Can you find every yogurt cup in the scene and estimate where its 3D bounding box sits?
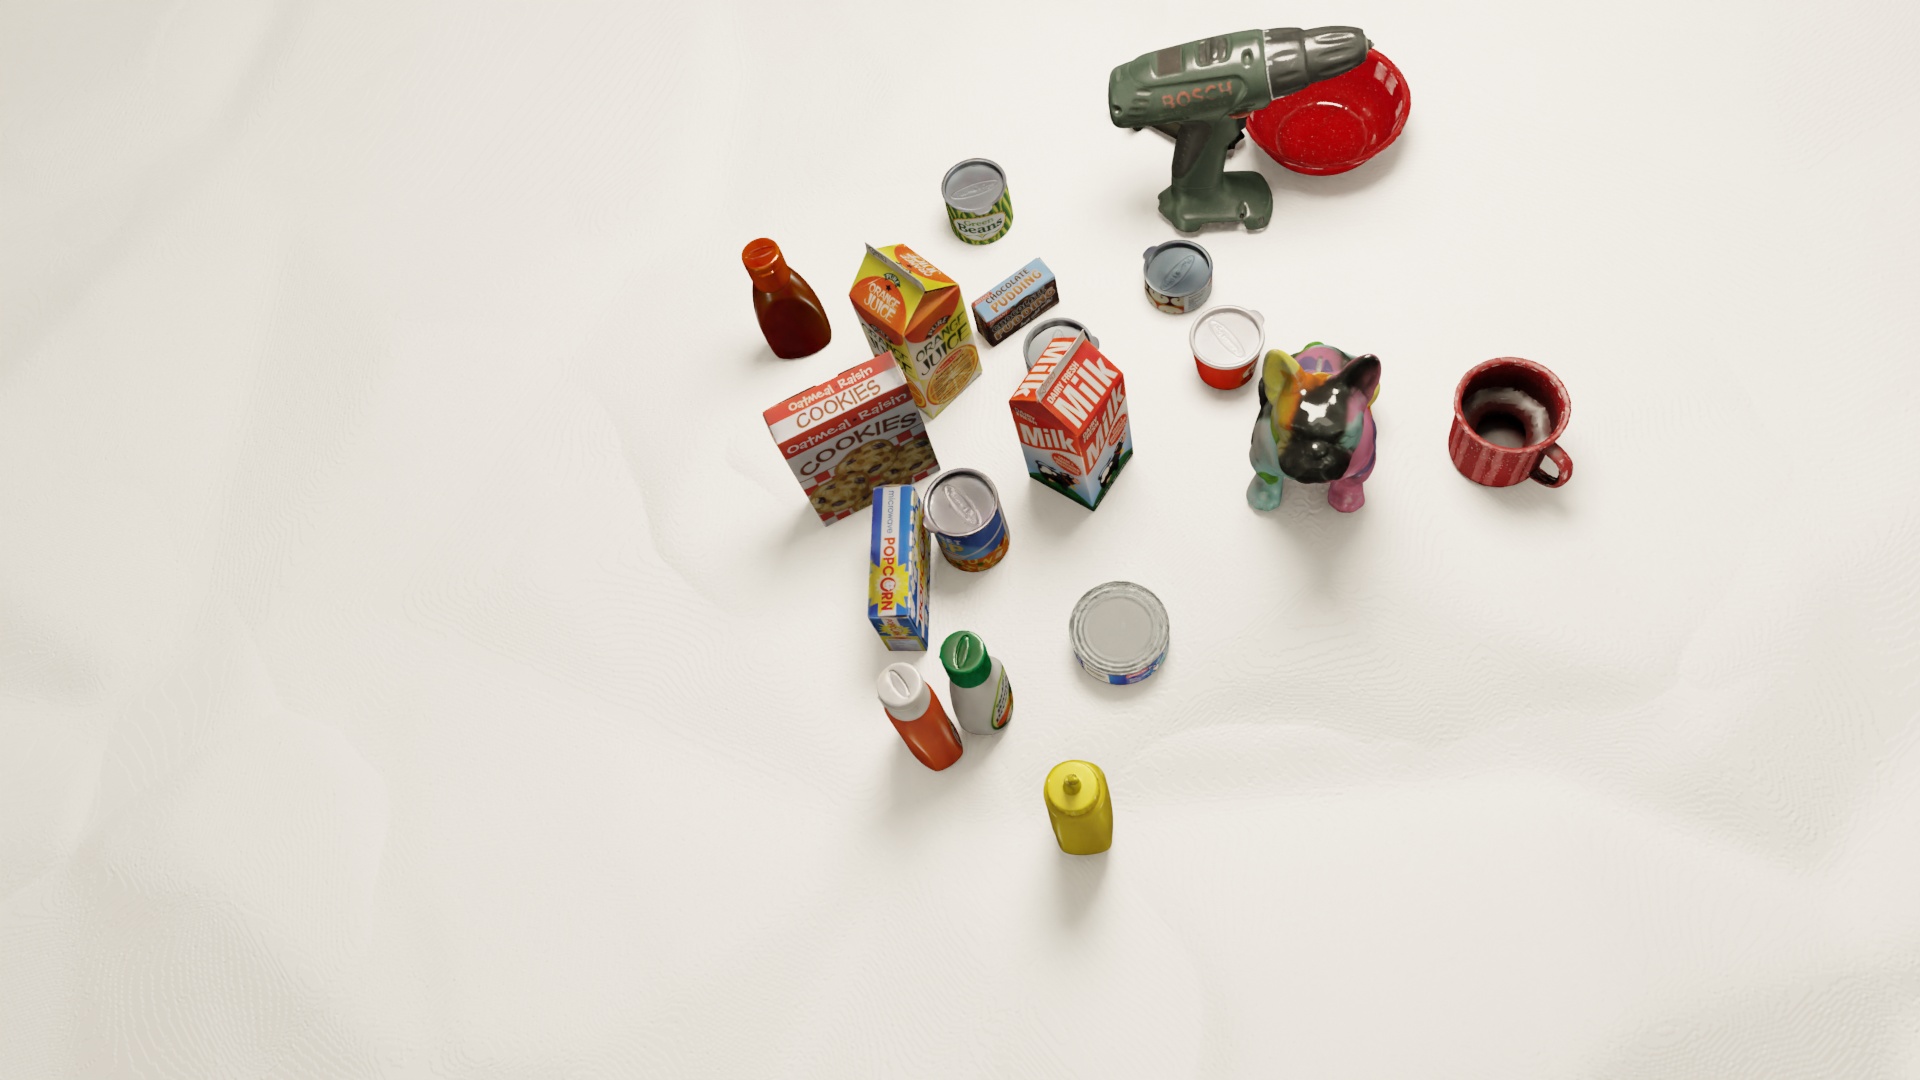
[{"bbox_3d":[0.245,-0.175,1.281,0.072,0.053,0.072,-4,65,8],"label":"yogurt cup"}]

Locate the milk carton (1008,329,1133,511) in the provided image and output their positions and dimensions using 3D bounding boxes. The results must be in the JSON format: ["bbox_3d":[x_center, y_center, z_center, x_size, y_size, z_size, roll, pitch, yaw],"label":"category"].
[{"bbox_3d":[0.096,-0.106,1.200,0.073,0.190,0.072,30,74,21],"label":"milk carton"}]

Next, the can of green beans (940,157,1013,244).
[{"bbox_3d":[0.018,-0.340,1.396,0.071,0.057,0.071,-4,65,8],"label":"can of green beans"}]

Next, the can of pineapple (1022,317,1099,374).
[{"bbox_3d":[0.096,-0.166,1.301,0.071,0.057,0.071,-4,65,8],"label":"can of pineapple"}]

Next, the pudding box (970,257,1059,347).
[{"bbox_3d":[0.053,-0.231,1.343,0.084,0.049,0.030,-35,65,-7],"label":"pudding box"}]

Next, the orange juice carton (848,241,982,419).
[{"bbox_3d":[-0.042,-0.198,1.265,0.072,0.192,0.073,40,78,23],"label":"orange juice carton"}]

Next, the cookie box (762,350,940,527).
[{"bbox_3d":[-0.093,-0.088,1.237,0.123,0.167,0.040,-26,64,-2],"label":"cookie box"}]

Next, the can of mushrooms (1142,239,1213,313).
[{"bbox_3d":[0.207,-0.255,1.336,0.071,0.033,0.071,-4,65,8],"label":"can of mushrooms"}]

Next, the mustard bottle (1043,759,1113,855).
[{"bbox_3d":[0.091,0.201,1.075,0.049,0.159,0.065,-6,65,7],"label":"mustard bottle"}]

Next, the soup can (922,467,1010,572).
[{"bbox_3d":[0.004,-0.015,1.233,0.071,0.083,0.071,-4,65,8],"label":"soup can"}]

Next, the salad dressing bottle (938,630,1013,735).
[{"bbox_3d":[0.013,0.116,1.135,0.044,0.147,0.064,8,68,14],"label":"salad dressing bottle"}]

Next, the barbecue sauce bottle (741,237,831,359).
[{"bbox_3d":[-0.170,-0.231,1.327,0.065,0.148,0.044,-18,64,2],"label":"barbecue sauce bottle"}]

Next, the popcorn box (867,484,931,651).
[{"bbox_3d":[-0.052,0.025,1.223,0.038,0.085,0.127,-3,65,9],"label":"popcorn box"}]

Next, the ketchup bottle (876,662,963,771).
[{"bbox_3d":[-0.036,0.141,1.131,0.043,0.148,0.065,-35,65,-6],"label":"ketchup bottle"}]
